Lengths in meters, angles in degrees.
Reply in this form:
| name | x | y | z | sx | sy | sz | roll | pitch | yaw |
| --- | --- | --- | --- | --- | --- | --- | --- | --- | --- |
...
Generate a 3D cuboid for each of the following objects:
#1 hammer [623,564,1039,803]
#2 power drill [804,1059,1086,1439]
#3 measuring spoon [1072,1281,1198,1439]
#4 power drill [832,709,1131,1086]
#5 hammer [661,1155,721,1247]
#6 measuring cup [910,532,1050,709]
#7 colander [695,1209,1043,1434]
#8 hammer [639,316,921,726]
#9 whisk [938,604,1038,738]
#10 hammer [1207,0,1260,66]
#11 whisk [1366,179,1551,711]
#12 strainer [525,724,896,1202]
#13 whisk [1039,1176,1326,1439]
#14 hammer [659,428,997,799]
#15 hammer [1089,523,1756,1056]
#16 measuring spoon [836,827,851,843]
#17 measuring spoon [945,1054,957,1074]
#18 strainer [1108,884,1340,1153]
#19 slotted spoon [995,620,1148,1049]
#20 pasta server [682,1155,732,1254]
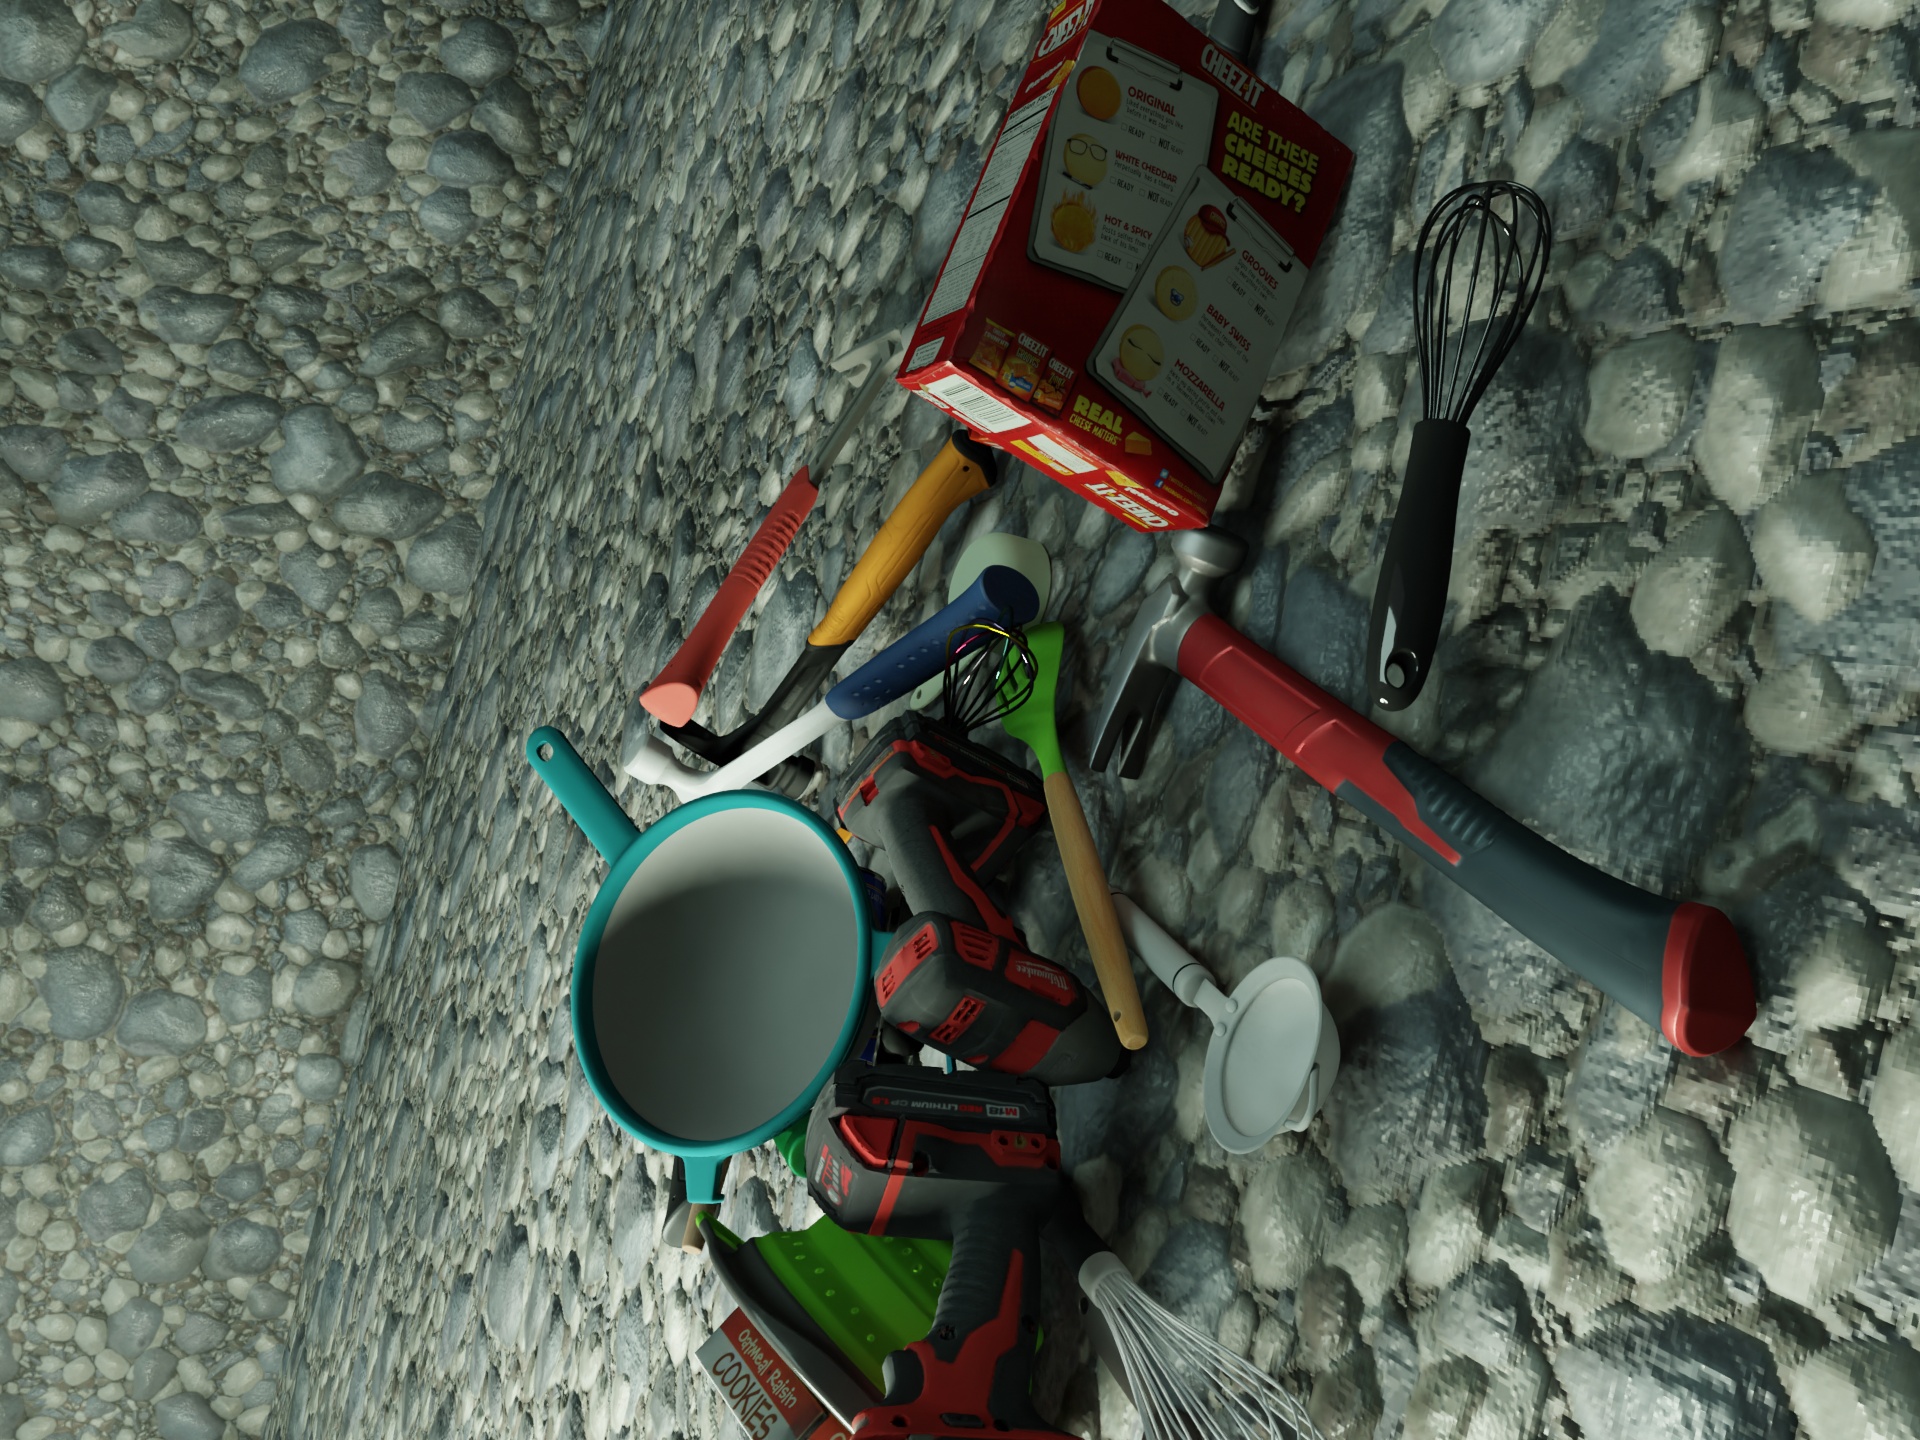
| name | x | y | z | sx | sy | sz | roll | pitch | yaw |
| --- | --- | --- | --- | --- | --- | --- | --- | --- | --- |
| hammer | -0.081 | -0.004 | 1.069 | 0.405 | 0.144 | 0.035 | -30 | 35 | 49 |
| power drill | -0.031 | 0.264 | 0.690 | 0.227 | 0.188 | 0.080 | -96 | 17 | -48 |
| measuring spoon | 0.075 | 0.310 | 0.751 | 0.034 | 0.018 | 0.124 | -68 | 28 | 15 |
| power drill | 0.012 | 0.100 | 0.846 | 0.078 | 0.143 | 0.220 | -50 | 30 | 20 |
| hammer | -0.186 | 0.227 | 1.161 | 0.146 | 0.035 | 0.335 | -40 | 31 | 28 |
| measuring cup | -0.002 | -0.058 | 1.036 | 0.167 | 0.038 | 0.083 | -45 | 41 | 41 |
| colander | 0.024 | 0.338 | 0.753 | 0.094 | 0.204 | 0.397 | -45 | 44 | -13 |
| hammer | -0.134 | -0.151 | 1.187 | 0.149 | 0.036 | 0.359 | -6 | 50 | 58 |
| whisk | -0.003 | -0.004 | 0.953 | 0.245 | 0.047 | 0.051 | 122 | 146 | -64 |
| hammer | 0.161 | -0.430 | 0.909 | 0.149 | 0.036 | 0.409 | 20 | 95 | 63 |
| whisk | 0.202 | -0.117 | 0.657 | 0.055 | 0.055 | 0.239 | -5 | 68 | 61 |
| strainer | -0.159 | 0.117 | 0.980 | 0.211 | 0.095 | 0.341 | -50 | 55 | 5 |
| whisk | 0.081 | 0.273 | 0.725 | 0.285 | 0.070 | 0.070 | 35 | 109 | 66 |
| hammer | -0.087 | -0.079 | 1.141 | 0.336 | 0.127 | 0.034 | -50 | 23 | 31 |
| hammer | 0.170 | 0.035 | 0.680 | 0.387 | 0.038 | 0.143 | 48 | 121 | 58 |
| measuring spoon | -0.100 | 0.095 | 1.177 | 0.117 | 0.011 | 0.021 | -48 | 38 | 42 |
| measuring spoon | 0.005 | 0.212 | 0.933 | 0.042 | 0.021 | 0.129 | 124 | 142 | -70 |
| strainer | 0.115 | 0.126 | 0.740 | 0.087 | 0.050 | 0.259 | -65 | 23 | 7 |
| slotted spoon | 0.058 | 0.049 | 0.856 | 0.070 | 0.031 | 0.314 | -57 | 28 | 31 |
| pasta server | -0.147 | 0.210 | 1.093 | 0.060 | 0.040 | 0.316 | 77 | -160 | -50 |
